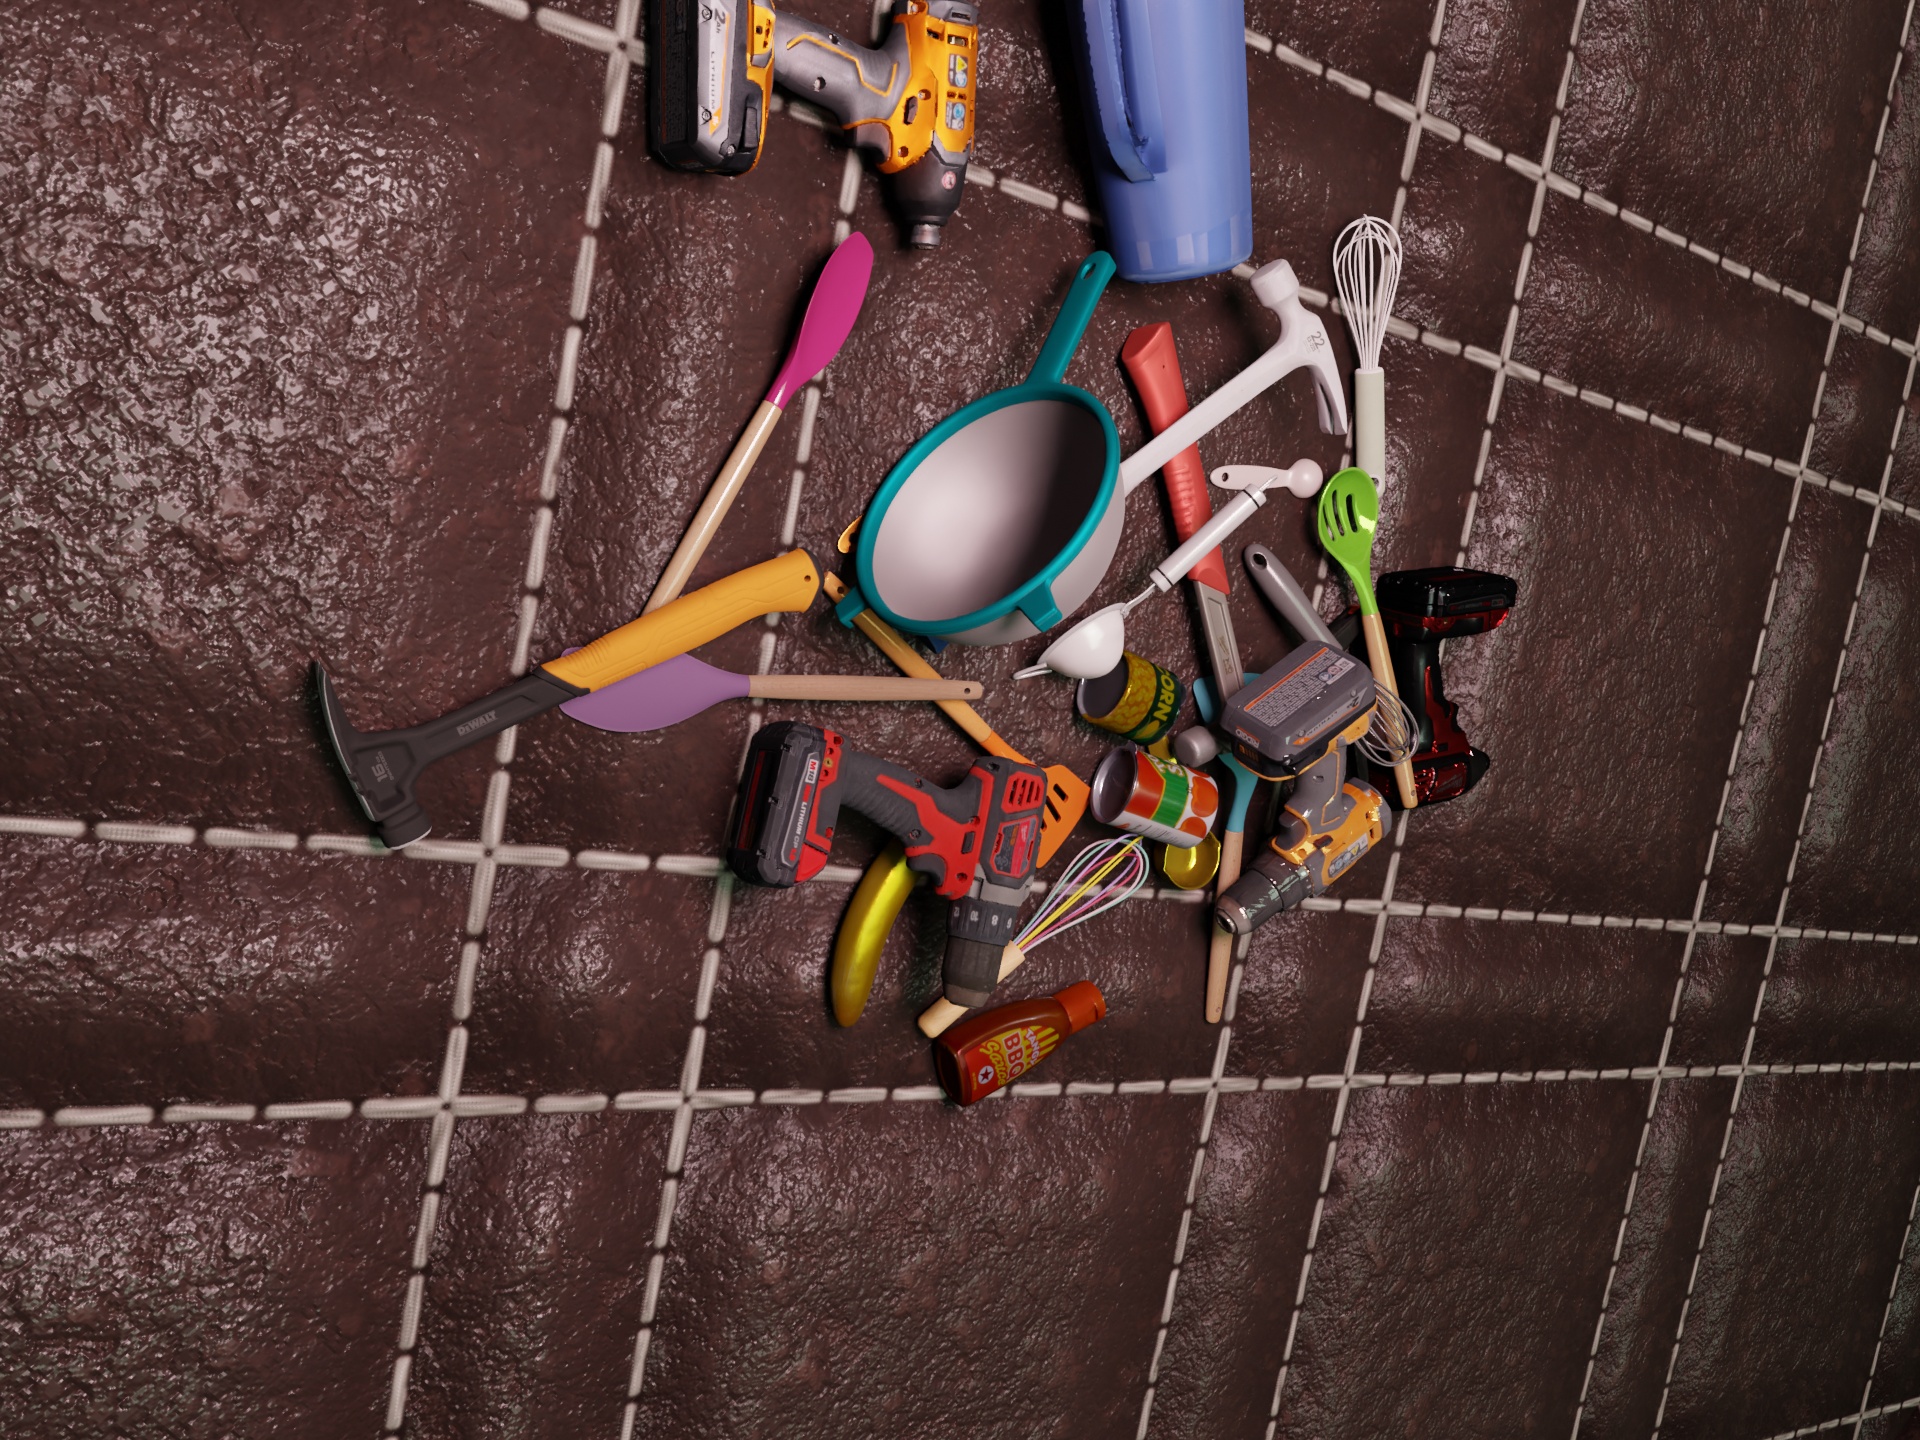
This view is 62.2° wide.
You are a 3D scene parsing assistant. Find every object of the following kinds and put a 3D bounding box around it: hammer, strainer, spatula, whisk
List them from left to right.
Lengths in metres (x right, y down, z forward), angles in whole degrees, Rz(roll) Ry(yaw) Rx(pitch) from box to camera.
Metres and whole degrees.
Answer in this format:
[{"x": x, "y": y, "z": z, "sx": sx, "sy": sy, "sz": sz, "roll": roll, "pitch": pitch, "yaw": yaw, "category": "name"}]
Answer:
[{"x": -0.242, "y": -0.043, "z": 1.043, "sx": 0.337, "sy": 0.034, "sz": 0.127, "roll": -27, "pitch": 116, "yaw": -21, "category": "hammer"}, {"x": -0.128, "y": -0.022, "z": 1.134, "sx": 0.315, "sy": 0.018, "sz": 0.059, "roll": 0, "pitch": 101, "yaw": -26, "category": "spatula"}, {"x": -0.002, "y": -0.004, "z": 1.231, "sx": 0.322, "sy": 0.041, "sz": 0.081, "roll": 45, "pitch": 74, "yaw": -27, "category": "spatula"}, {"x": 0.062, "y": 0.175, "z": 1.301, "sx": 0.245, "sy": 0.047, "sz": 0.051, "roll": -39, "pitch": 106, "yaw": -15, "category": "whisk"}, {"x": 0.060, "y": -0.182, "z": 1.140, "sx": 0.095, "sy": 0.211, "sz": 0.340, "roll": 45, "pitch": 60, "yaw": -41, "category": "strainer"}, {"x": 0.131, "y": -0.183, "z": 1.227, "sx": 0.405, "sy": 0.035, "sz": 0.144, "roll": -38, "pitch": 110, "yaw": -10, "category": "hammer"}, {"x": 0.151, "y": -0.103, "z": 1.244, "sx": 0.258, "sy": 0.050, "sz": 0.086, "roll": -42, "pitch": 166, "yaw": 5, "category": "strainer"}, {"x": 0.203, "y": -0.149, "z": 1.309, "sx": 0.149, "sy": 0.037, "sz": 0.359, "roll": -25, "pitch": 109, "yaw": -28, "category": "hammer"}, {"x": 0.234, "y": 0.117, "z": 1.409, "sx": 0.082, "sy": 0.044, "sz": 0.317, "roll": -5, "pitch": 108, "yaw": -31, "category": "spatula"}, {"x": 0.318, "y": -0.056, "z": 1.380, "sx": 0.055, "sy": 0.055, "sz": 0.239, "roll": -41, "pitch": 98, "yaw": -19, "category": "whisk"}, {"x": 0.355, "y": -0.312, "z": 1.383, "sx": 0.058, "sy": 0.059, "sz": 0.246, "roll": -4, "pitch": 110, "yaw": 6, "category": "whisk"}]

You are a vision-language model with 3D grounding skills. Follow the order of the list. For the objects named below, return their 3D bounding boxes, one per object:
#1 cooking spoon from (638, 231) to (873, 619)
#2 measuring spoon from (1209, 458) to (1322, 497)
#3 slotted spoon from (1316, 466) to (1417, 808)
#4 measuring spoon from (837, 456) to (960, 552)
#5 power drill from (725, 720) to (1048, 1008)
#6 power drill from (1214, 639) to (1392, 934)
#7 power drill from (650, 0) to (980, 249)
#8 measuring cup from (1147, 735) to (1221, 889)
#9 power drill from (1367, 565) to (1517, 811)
[{"x": -0.142, "y": -0.195, "z": 1.095, "sx": 0.319, "sy": 0.017, "sz": 0.068, "roll": -61, "pitch": 160, "yaw": -4, "category": "cooking spoon"}, {"x": 0.265, "y": -0.207, "z": 1.360, "sx": 0.124, "sy": 0.018, "sz": 0.034, "roll": -5, "pitch": 103, "yaw": -31, "category": "measuring spoon"}, {"x": 0.367, "y": -0.070, "z": 1.412, "sx": 0.070, "sy": 0.031, "sz": 0.313, "roll": -20, "pitch": 102, "yaw": -24, "category": "slotted spoon"}, {"x": -0.047, "y": -0.160, "z": 1.176, "sx": 0.117, "sy": 0.011, "sz": 0.021, "roll": -40, "pitch": 103, "yaw": -16, "category": "measuring spoon"}, {"x": -0.049, "y": 0.103, "z": 1.156, "sx": 0.226, "sy": 0.080, "sz": 0.188, "roll": 14, "pitch": 84, "yaw": -25, "category": "power drill"}, {"x": 0.278, "y": 0.067, "z": 1.342, "sx": 0.185, "sy": 0.084, "sz": 0.226, "roll": -35, "pitch": 134, "yaw": -18, "category": "power drill"}, {"x": -0.087, "y": -0.403, "z": 1.057, "sx": 0.226, "sy": 0.084, "sz": 0.164, "roll": -7, "pitch": 106, "yaw": -35, "category": "power drill"}, {"x": 0.178, "y": 0.070, "z": 1.366, "sx": 0.062, "sy": 0.029, "sz": 0.156, "roll": -21, "pitch": 99, "yaw": -25, "category": "measuring cup"}, {"x": 0.448, "y": -0.028, "z": 1.485, "sx": 0.143, "sy": 0.079, "sz": 0.219, "roll": -8, "pitch": 107, "yaw": -31, "category": "power drill"}]
